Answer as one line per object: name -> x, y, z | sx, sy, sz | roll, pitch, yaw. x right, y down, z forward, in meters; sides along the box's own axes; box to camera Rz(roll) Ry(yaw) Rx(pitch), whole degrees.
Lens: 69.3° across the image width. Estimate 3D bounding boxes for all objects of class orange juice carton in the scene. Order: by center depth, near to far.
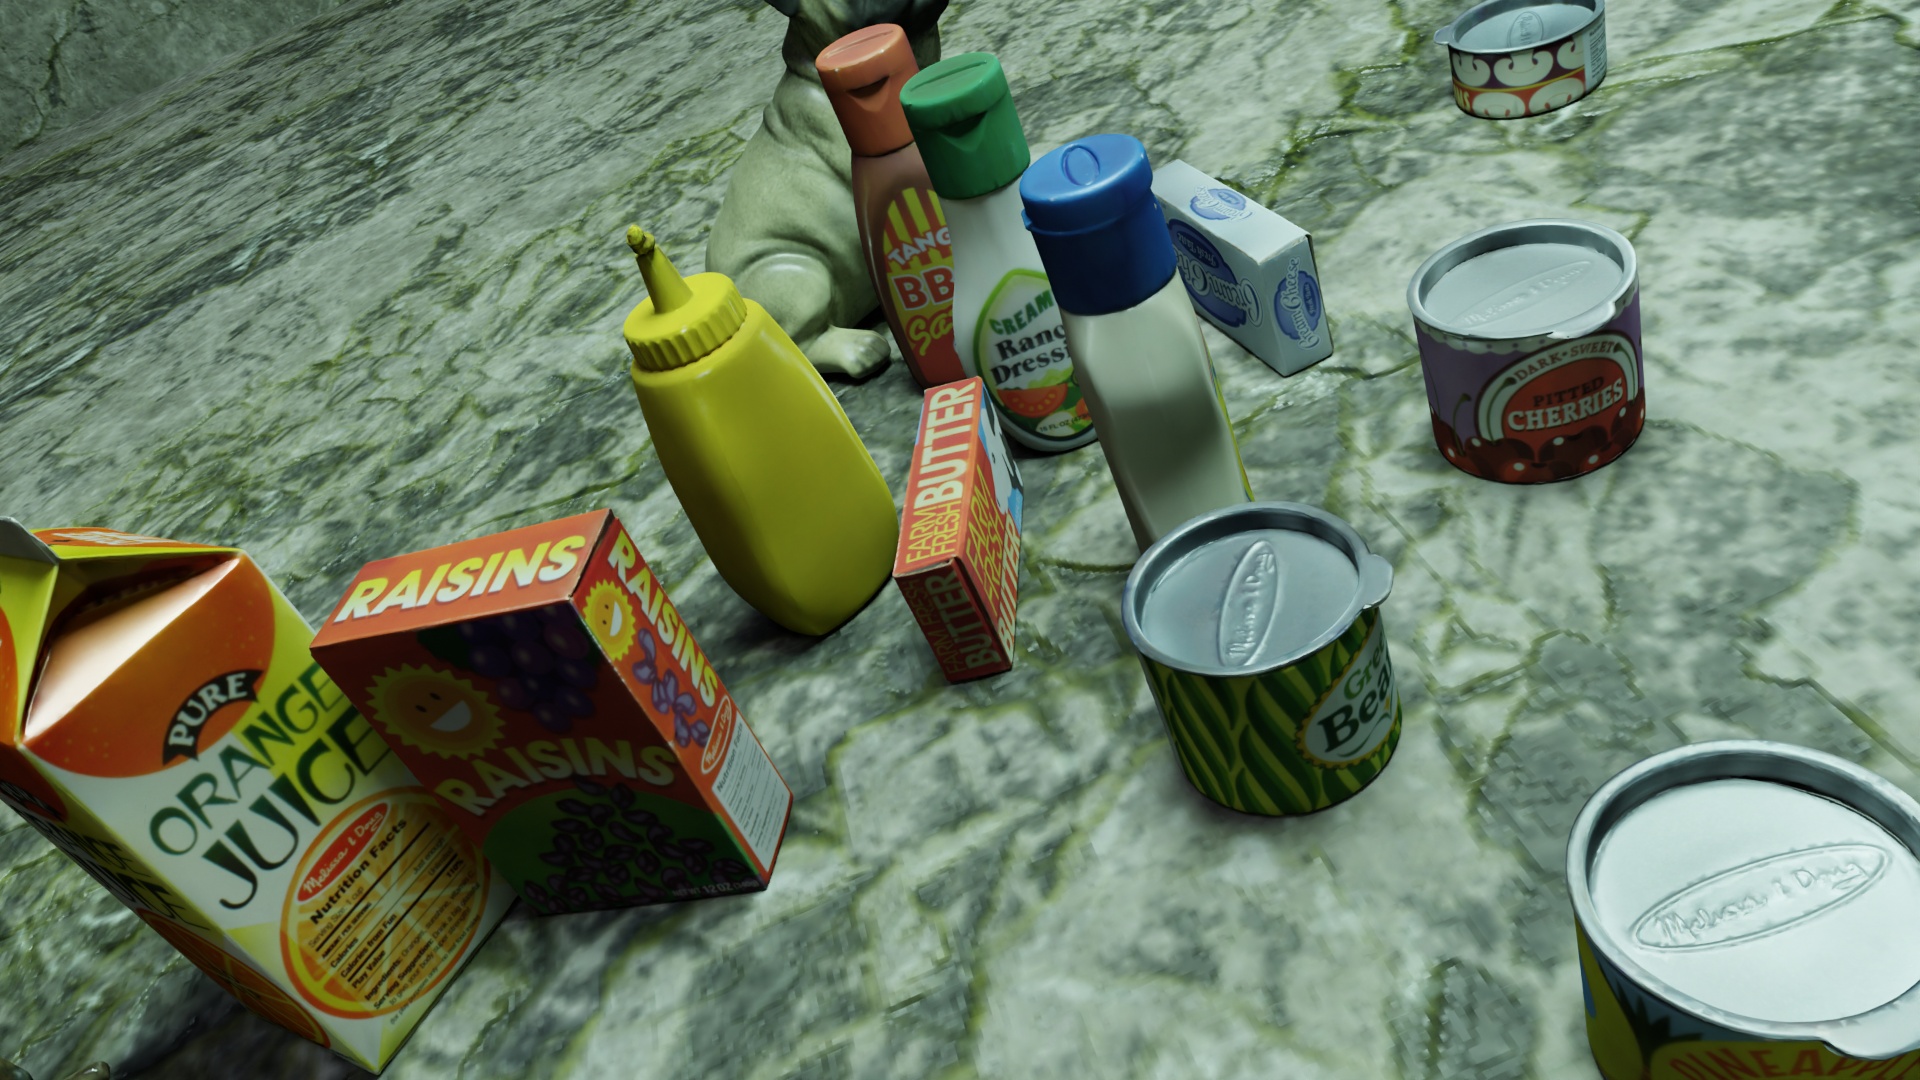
orange juice carton -> -0.216, 0.063, 0.395 | 0.072, 0.191, 0.073 | 5, 45, 34

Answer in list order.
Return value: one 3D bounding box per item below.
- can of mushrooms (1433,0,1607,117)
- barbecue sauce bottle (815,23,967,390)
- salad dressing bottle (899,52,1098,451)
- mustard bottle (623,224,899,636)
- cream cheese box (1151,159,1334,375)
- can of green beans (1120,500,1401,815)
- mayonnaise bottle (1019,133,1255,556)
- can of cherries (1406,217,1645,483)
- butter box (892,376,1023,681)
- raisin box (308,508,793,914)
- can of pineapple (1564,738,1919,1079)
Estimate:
can of mushrooms -> 0.252, -0.220, 0.625 | 0.071, 0.033, 0.071 | -15, 37, 12
barbecue sauce bottle -> -0.014, -0.133, 0.567 | 0.065, 0.148, 0.044 | -17, 36, 10
salad dressing bottle -> 0.020, -0.102, 0.510 | 0.064, 0.147, 0.044 | -19, 36, 8
mustard bottle -> -0.074, -0.040, 0.473 | 0.049, 0.159, 0.065 | 17, 52, 42
cream cheese box -> 0.107, -0.110, 0.550 | 0.024, 0.053, 0.104 | -28, 36, -5
can of green beans -> 0.083, 0.032, 0.380 | 0.071, 0.057, 0.071 | -15, 37, 12
mayonnaise bottle -> 0.057, -0.048, 0.419 | 0.041, 0.147, 0.065 | -19, 36, 7
can of cherries -> 0.181, -0.059, 0.440 | 0.071, 0.058, 0.072 | -15, 37, 12
butter box -> 0.002, -0.006, 0.478 | 0.024, 0.053, 0.104 | -13, 37, 16
raisin box -> -0.114, 0.054, 0.407 | 0.086, 0.123, 0.040 | -11, 38, 18
can of pineapple -> 0.157, 0.084, 0.273 | 0.071, 0.057, 0.071 | -15, 37, 12
